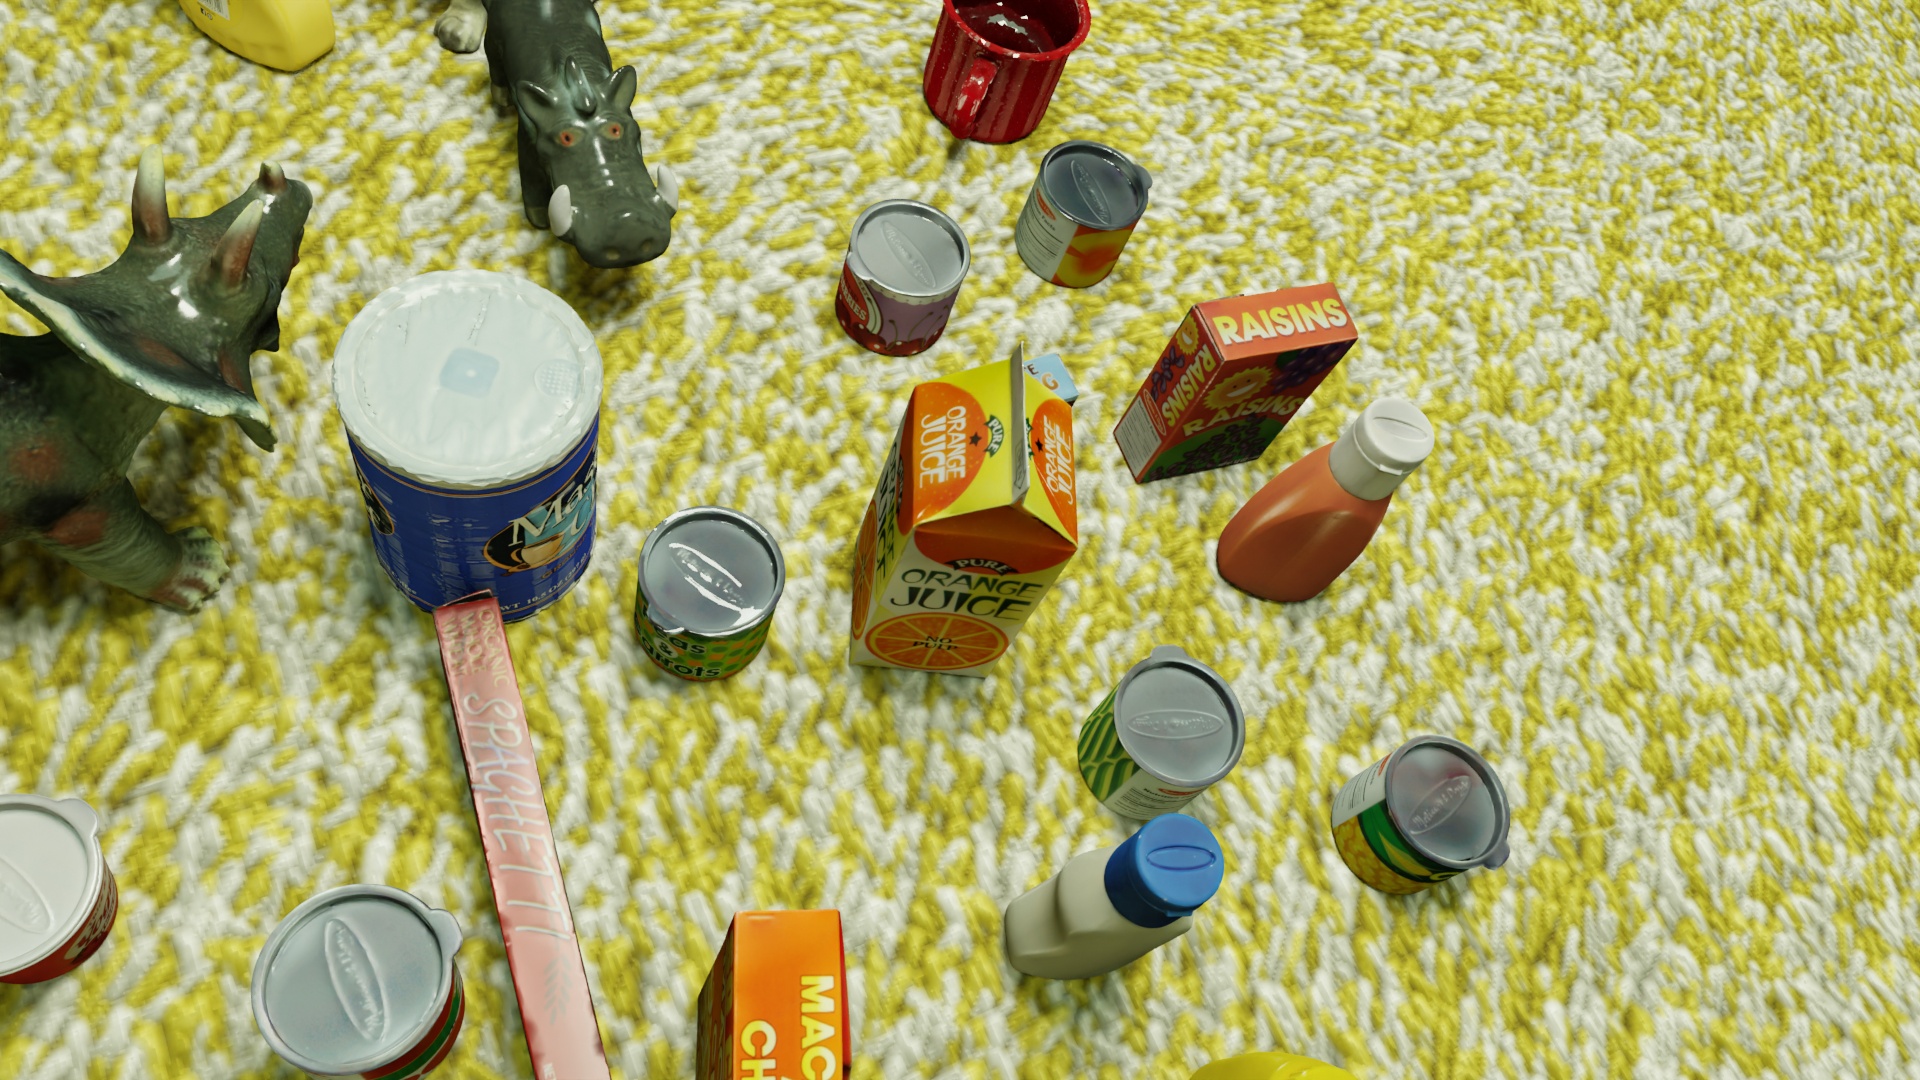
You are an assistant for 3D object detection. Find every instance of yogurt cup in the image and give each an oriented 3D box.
[{"bbox_3d":[-0.358,0.136,0.528,0.072,0.053,0.073,7,61,-12],"label":"yogurt cup"}]

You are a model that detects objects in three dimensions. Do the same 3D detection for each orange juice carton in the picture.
[{"bbox_3d":[0.002,-0.008,0.627,0.073,0.191,0.072,7,61,-12],"label":"orange juice carton"}]

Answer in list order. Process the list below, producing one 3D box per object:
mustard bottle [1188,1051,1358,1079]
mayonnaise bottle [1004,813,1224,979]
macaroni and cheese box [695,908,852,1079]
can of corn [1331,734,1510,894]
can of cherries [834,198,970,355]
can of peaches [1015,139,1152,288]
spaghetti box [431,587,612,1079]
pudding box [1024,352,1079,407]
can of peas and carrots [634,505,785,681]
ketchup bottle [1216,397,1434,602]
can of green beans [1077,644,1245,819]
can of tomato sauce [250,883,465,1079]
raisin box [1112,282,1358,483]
[{"bbox_3d":[0.125,0.236,0.550,0.049,0.159,0.065,30,59,1],"label":"mustard bottle"},{"bbox_3d":[0.066,0.152,0.585,0.065,0.147,0.041,3,62,-14],"label":"mayonnaise bottle"},{"bbox_3d":[-0.072,0.212,0.503,0.040,0.165,0.124,3,62,-14],"label":"macaroni and cheese box"},{"bbox_3d":[0.229,0.139,0.690,0.071,0.058,0.071,7,61,-12],"label":"can of corn"},{"bbox_3d":[-0.036,-0.144,0.767,0.071,0.058,0.072,7,61,-12],"label":"can of cherries"},{"bbox_3d":[0.073,-0.193,0.825,0.071,0.057,0.071,7,61,-12],"label":"can of peaches"},{"bbox_3d":[-0.180,0.141,0.578,0.029,0.050,0.251,-12,67,-21],"label":"spaghetti box"},{"bbox_3d":[0.017,-0.068,0.747,0.084,0.049,0.030,-18,69,-24],"label":"pudding box"},{"bbox_3d":[-0.120,0.028,0.651,0.071,0.058,0.071,7,61,-12],"label":"can of peas and carrots"},{"bbox_3d":[0.188,-0.018,0.711,0.065,0.148,0.044,15,60,-8],"label":"ketchup bottle"},{"bbox_3d":[0.097,0.097,0.676,0.071,0.057,0.071,7,61,-12],"label":"can of green beans"},{"bbox_3d":[-0.224,0.172,0.530,0.071,0.082,0.071,7,61,-12],"label":"can of tomato sauce"},{"bbox_3d":[0.145,-0.084,0.748,0.086,0.122,0.040,-12,67,-21],"label":"raisin box"}]
